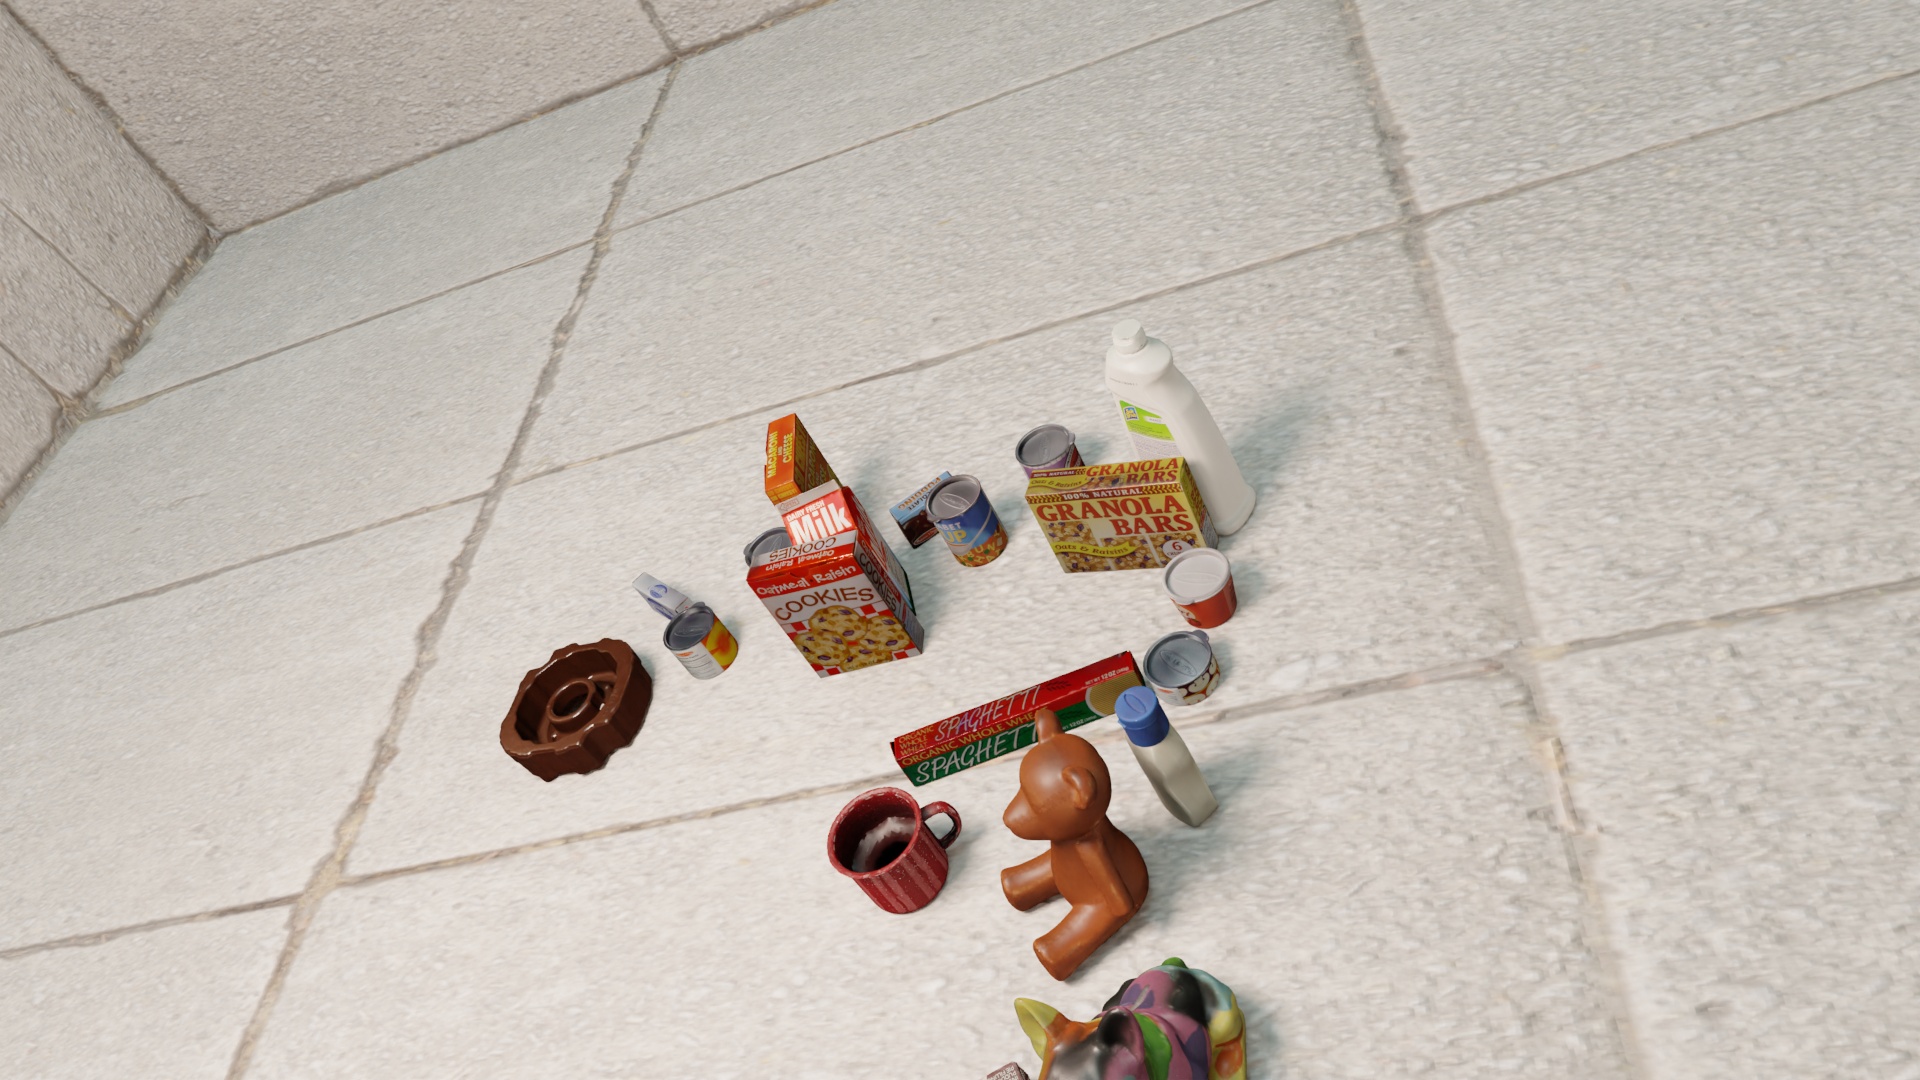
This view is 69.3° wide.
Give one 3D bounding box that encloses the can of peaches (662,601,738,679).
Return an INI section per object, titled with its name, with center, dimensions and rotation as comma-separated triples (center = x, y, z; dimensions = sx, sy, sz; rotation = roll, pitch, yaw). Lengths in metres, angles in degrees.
[can of peaches]
center = -0.296, 0.115, 1.589
dimensions = 0.071, 0.058, 0.071
rotation = -17, 42, 16

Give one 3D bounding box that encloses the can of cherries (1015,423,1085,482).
[can of cherries]
center = 0.104, -0.088, 1.558
dimensions = 0.071, 0.058, 0.072
rotation = -17, 42, 16

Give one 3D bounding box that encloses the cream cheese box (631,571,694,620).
[cream cheese box]
center = -0.347, 0.076, 1.663
dimensions = 0.104, 0.053, 0.024
rotation = 23, 63, 43

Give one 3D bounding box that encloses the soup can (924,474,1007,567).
[soup can]
center = 0.005, -0.019, 1.527
dimensions = 0.071, 0.083, 0.072
rotation = -17, 42, 16

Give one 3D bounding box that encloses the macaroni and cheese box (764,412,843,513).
[macaroni and cheese box]
center = -0.169, -0.045, 1.594
dimensions = 0.040, 0.165, 0.124
rotation = -20, 41, 13

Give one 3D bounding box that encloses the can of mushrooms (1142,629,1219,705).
[can of mushrooms]
center = 0.209, 0.119, 1.303
dimensions = 0.071, 0.033, 0.071
rotation = -17, 42, 16

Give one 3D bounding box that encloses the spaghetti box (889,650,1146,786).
[spaghetti box]
center = 0.055, 0.172, 1.327
dimensions = 0.250, 0.050, 0.029
rotation = -22, 41, 10

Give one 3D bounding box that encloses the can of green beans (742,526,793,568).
[can of green beans]
center = -0.210, 0.027, 1.628
dimensions = 0.071, 0.057, 0.071
rotation = -17, 42, 16

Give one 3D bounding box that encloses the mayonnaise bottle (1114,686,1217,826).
[mayonnaise bottle]
center = 0.171, 0.180, 1.173
dimensions = 0.041, 0.147, 0.065
rotation = -38, 41, -9

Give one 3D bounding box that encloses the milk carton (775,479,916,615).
[milk carton]
center = -0.123, 0.013, 1.488
dimensions = 0.072, 0.189, 0.074
rotation = -24, 40, 7

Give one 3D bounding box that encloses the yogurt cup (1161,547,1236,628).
[yogurt cup]
center = 0.234, 0.048, 1.344
dimensions = 0.072, 0.053, 0.073
rotation = -17, 42, 16

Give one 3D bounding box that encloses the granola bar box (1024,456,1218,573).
[granola bar box]
center = 0.164, -0.024, 1.406
dimensions = 0.165, 0.123, 0.039
rotation = -4, 47, 28

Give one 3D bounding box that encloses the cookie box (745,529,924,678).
[cookie box]
center = -0.128, 0.069, 1.451
dimensions = 0.123, 0.166, 0.040
rotation = -15, 43, 18

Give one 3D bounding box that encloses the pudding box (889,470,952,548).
[pudding box]
center = -0.034, -0.035, 1.594
dimensions = 0.084, 0.049, 0.030
rotation = -35, 40, -6
